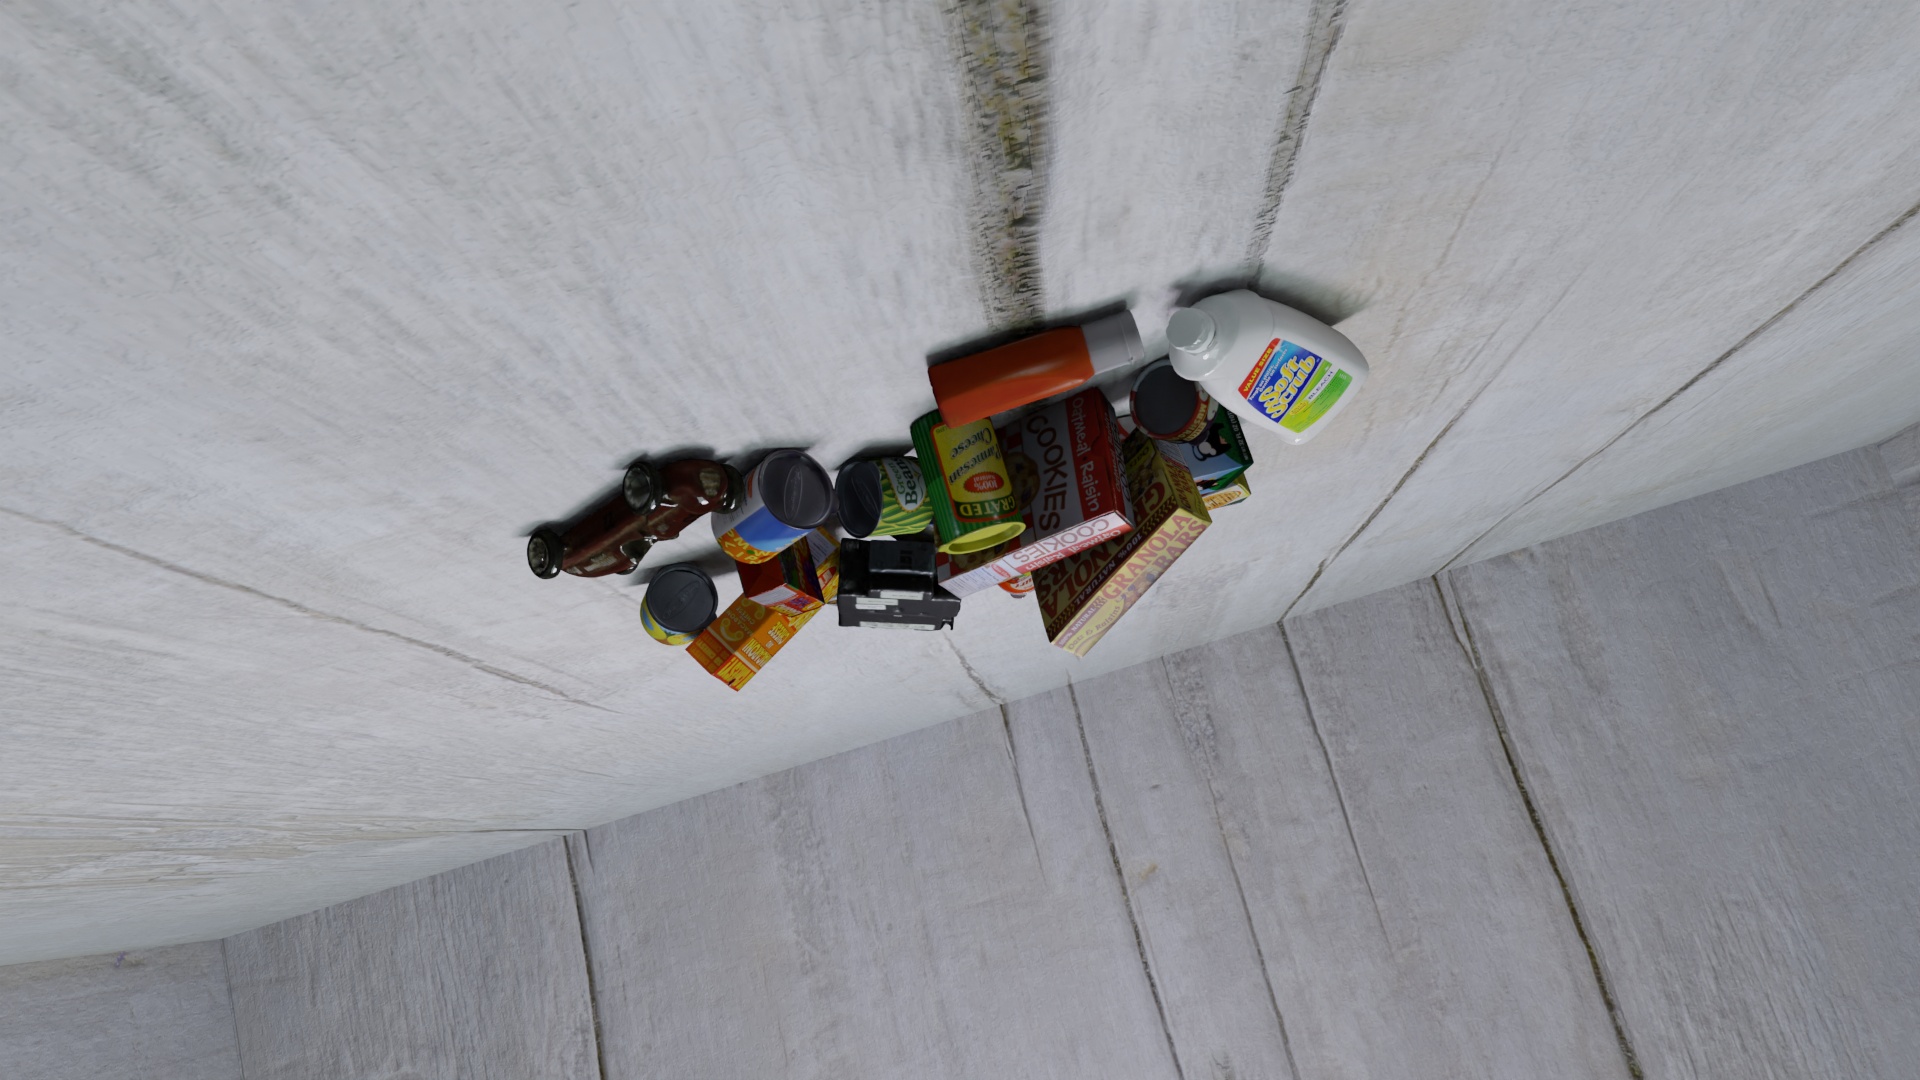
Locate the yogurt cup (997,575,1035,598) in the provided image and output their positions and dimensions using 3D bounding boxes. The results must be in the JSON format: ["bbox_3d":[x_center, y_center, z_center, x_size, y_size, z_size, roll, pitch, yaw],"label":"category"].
[{"bbox_3d":[0.061,0.022,1.545,0.072,0.072,0.054,-19,158,12],"label":"yogurt cup"}]

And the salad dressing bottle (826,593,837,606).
[{"bbox_3d":[-0.115,0.051,1.488,0.064,0.044,0.147,-17,167,10],"label":"salad dressing bottle"}]

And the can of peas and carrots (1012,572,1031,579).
[{"bbox_3d":[0.075,0.004,1.479,0.059,0.071,0.070,-12,166,-20],"label":"can of peas and carrots"}]

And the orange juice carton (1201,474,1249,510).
[{"bbox_3d":[0.180,-0.049,1.377,0.192,0.072,0.073,-21,166,16],"label":"orange juice carton"}]

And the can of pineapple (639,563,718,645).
[{"bbox_3d":[-0.263,0.063,1.299,0.071,0.071,0.057,-11,166,-22],"label":"can of pineapple"}]

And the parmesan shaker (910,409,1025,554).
[{"bbox_3d":[0.002,-0.048,1.089,0.071,0.103,0.071,-16,166,-4],"label":"parmesan shaker"}]

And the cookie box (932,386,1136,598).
[{"bbox_3d":[0.055,-0.039,1.142,0.167,0.123,0.040,-22,144,25],"label":"cookie box"}]

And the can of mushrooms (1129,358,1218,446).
[{"bbox_3d":[0.172,-0.110,1.115,0.071,0.071,0.033,-25,163,31],"label":"can of mushrooms"}]

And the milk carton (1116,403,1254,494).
[{"bbox_3d":[0.158,-0.070,1.260,0.191,0.072,0.073,-13,166,-14],"label":"milk carton"}]

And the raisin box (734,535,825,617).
[{"bbox_3d":[-0.159,0.014,1.190,0.040,0.086,0.123,-20,167,6],"label":"raisin box"}]

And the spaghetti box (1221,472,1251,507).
[{"bbox_3d":[0.186,-0.042,1.458,0.251,0.050,0.028,-12,164,-18],"label":"spaghetti box"}]

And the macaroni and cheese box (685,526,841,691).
[{"bbox_3d":[-0.176,0.066,1.315,0.167,0.040,0.123,-46,169,-9],"label":"macaroni and cheese box"}]

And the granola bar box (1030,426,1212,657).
[{"bbox_3d":[0.126,-0.002,1.151,0.039,0.125,0.165,27,119,-26],"label":"granola bar box"}]

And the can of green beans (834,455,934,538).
[{"bbox_3d":[-0.062,-0.036,1.143,0.058,0.071,0.071,-6,163,-40],"label":"can of green beans"}]

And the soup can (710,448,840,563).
[{"bbox_3d":[-0.145,-0.024,1.084,0.071,0.071,0.083,-5,163,-39],"label":"soup can"}]

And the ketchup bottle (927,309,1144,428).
[{"bbox_3d":[0.054,-0.122,0.978,0.149,0.043,0.064,-17,168,4],"label":"ketchup bottle"}]

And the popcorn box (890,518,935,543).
[{"bbox_3d":[0.004,-0.016,1.251,0.126,0.038,0.085,-5,156,32],"label":"popcorn box"}]
